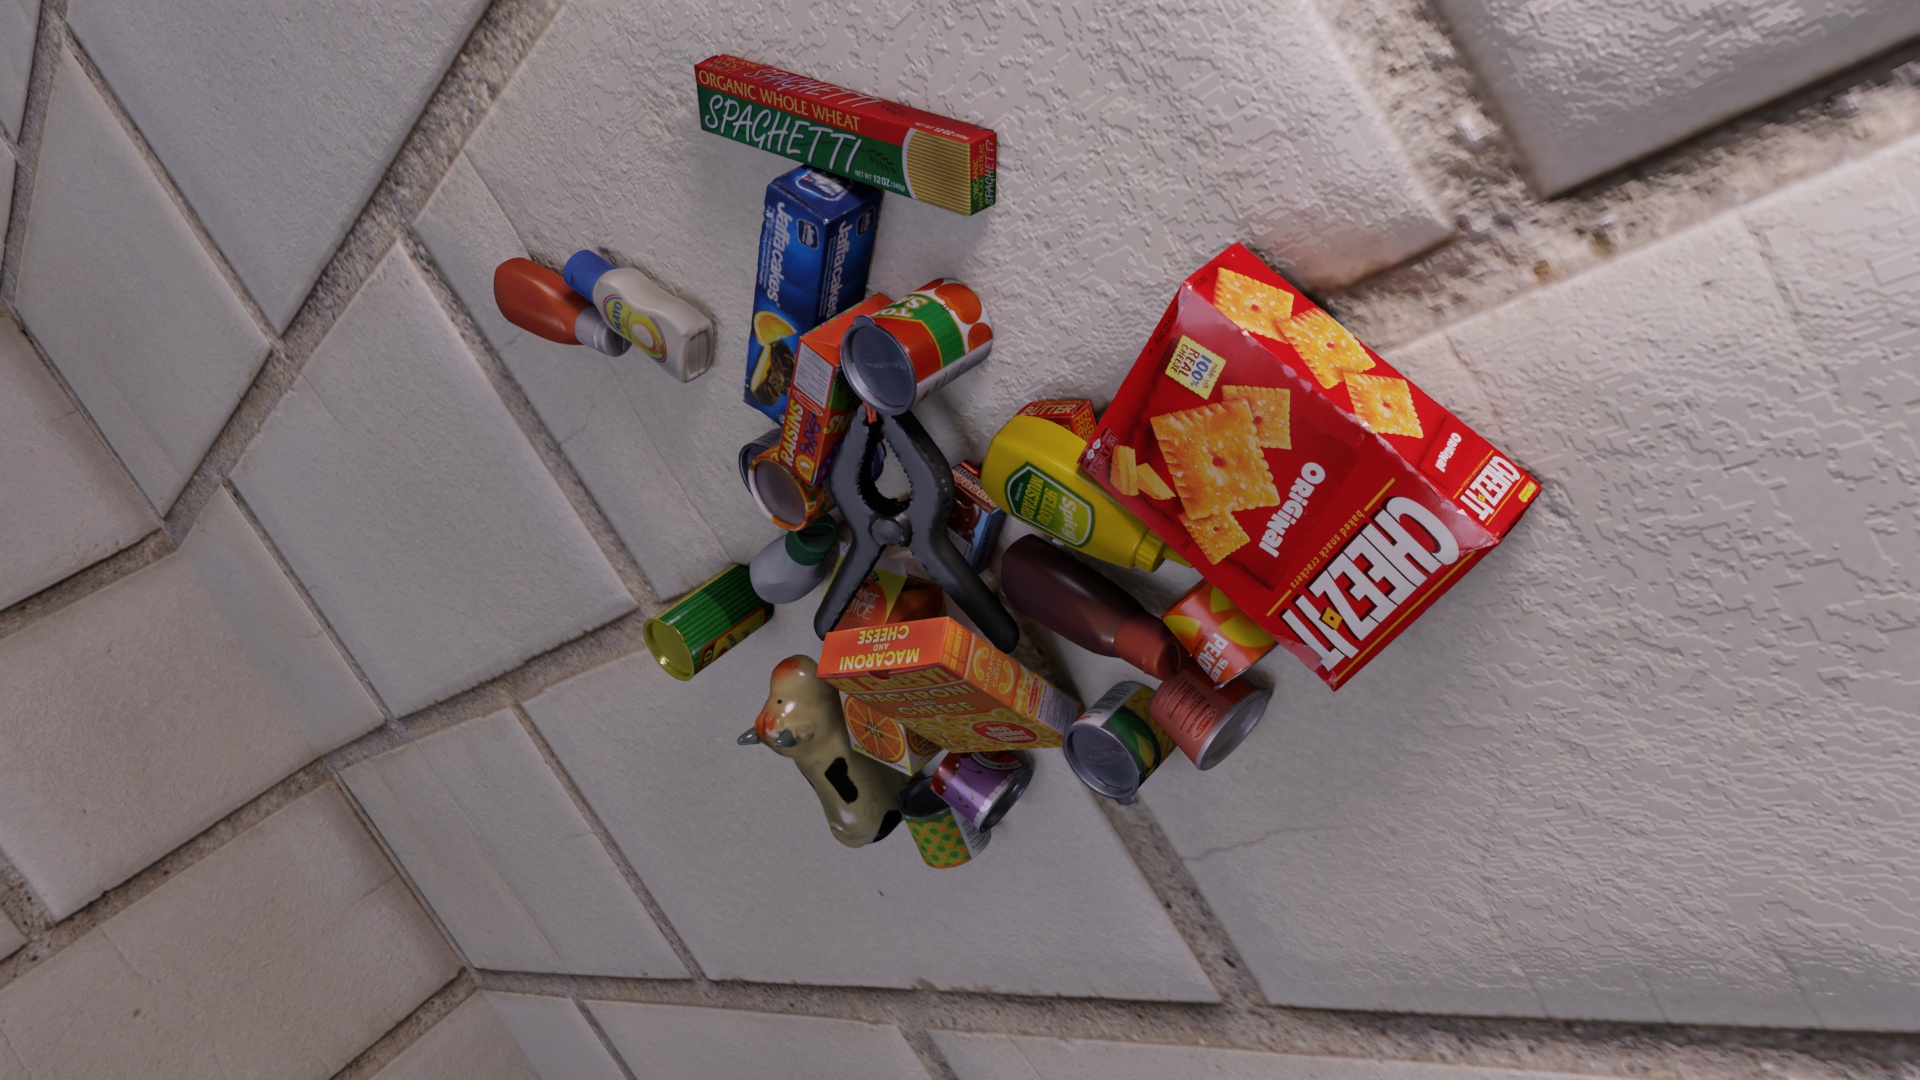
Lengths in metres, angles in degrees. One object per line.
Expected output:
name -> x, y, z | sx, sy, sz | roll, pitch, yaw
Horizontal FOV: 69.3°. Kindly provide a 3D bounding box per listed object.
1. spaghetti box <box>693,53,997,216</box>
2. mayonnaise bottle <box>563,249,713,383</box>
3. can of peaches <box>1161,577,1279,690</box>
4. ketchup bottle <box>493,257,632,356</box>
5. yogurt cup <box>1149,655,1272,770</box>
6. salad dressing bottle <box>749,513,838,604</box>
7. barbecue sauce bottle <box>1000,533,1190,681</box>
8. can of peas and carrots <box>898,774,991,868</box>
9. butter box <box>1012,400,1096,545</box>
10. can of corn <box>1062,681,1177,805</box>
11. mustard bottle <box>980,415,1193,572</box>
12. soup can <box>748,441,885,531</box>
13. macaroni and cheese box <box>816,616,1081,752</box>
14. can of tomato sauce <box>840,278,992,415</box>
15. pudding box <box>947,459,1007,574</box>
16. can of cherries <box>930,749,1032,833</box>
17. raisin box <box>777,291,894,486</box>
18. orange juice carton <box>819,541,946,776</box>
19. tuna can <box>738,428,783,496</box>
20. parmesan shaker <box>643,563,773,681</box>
spaghetti box -> -0.082, -0.272, 0.922 | 0.250, 0.029, 0.049 | 25, 134, 30
mayonnaise bottle -> -0.271, -0.193, 1.165 | 0.148, 0.041, 0.064 | 35, 140, 20
can of peaches -> 0.168, 0.051, 0.881 | 0.058, 0.071, 0.071 | 51, 142, 4
ketchup bottle -> -0.354, -0.203, 1.240 | 0.149, 0.044, 0.064 | 26, 136, 30
yogurt cup -> 0.165, 0.114, 0.940 | 0.054, 0.073, 0.072 | 41, 141, 27
salad dressing bottle -> -0.136, 0.014, 1.154 | 0.147, 0.064, 0.044 | 137, 124, -64
barbecue sauce bottle -> 0.092, 0.049, 0.958 | 0.149, 0.044, 0.064 | 30, 147, 42
can of peas and carrots -> -0.015, 0.245, 1.220 | 0.071, 0.071, 0.058 | -1, 118, 46
butter box -> 0.074, -0.044, 0.941 | 0.053, 0.024, 0.103 | 4, 122, 43
can of corn -> 0.119, 0.148, 1.015 | 0.071, 0.058, 0.070 | 26, 134, 30
mustard bottle -> 0.089, -0.020, 0.887 | 0.160, 0.049, 0.065 | 30, 138, 18
soup can -> -0.110, -0.054, 1.073 | 0.071, 0.084, 0.071 | 26, 134, 30
macaroni and cheese box -> -0.007, 0.113, 1.045 | 0.123, 0.040, 0.166 | -10, 147, 39
can of tomato sauce -> -0.029, -0.133, 0.931 | 0.071, 0.083, 0.070 | 26, 134, 30
pudding box -> 0.004, -0.013, 1.033 | 0.050, 0.030, 0.083 | 39, 140, 19
can of cherries -> 0.018, 0.197, 1.153 | 0.058, 0.072, 0.071 | 38, 139, 20
raisin box -> -0.082, -0.107, 1.001 | 0.040, 0.086, 0.122 | 38, 140, 16
orange juice carton -> -0.057, 0.090, 1.138 | 0.072, 0.073, 0.191 | 17, 129, 37
tuna can -> -0.149, -0.056, 1.153 | 0.071, 0.033, 0.070 | 26, 135, 30
parmesan shaker -> -0.229, 0.073, 1.277 | 0.071, 0.103, 0.071 | 27, 135, 30
